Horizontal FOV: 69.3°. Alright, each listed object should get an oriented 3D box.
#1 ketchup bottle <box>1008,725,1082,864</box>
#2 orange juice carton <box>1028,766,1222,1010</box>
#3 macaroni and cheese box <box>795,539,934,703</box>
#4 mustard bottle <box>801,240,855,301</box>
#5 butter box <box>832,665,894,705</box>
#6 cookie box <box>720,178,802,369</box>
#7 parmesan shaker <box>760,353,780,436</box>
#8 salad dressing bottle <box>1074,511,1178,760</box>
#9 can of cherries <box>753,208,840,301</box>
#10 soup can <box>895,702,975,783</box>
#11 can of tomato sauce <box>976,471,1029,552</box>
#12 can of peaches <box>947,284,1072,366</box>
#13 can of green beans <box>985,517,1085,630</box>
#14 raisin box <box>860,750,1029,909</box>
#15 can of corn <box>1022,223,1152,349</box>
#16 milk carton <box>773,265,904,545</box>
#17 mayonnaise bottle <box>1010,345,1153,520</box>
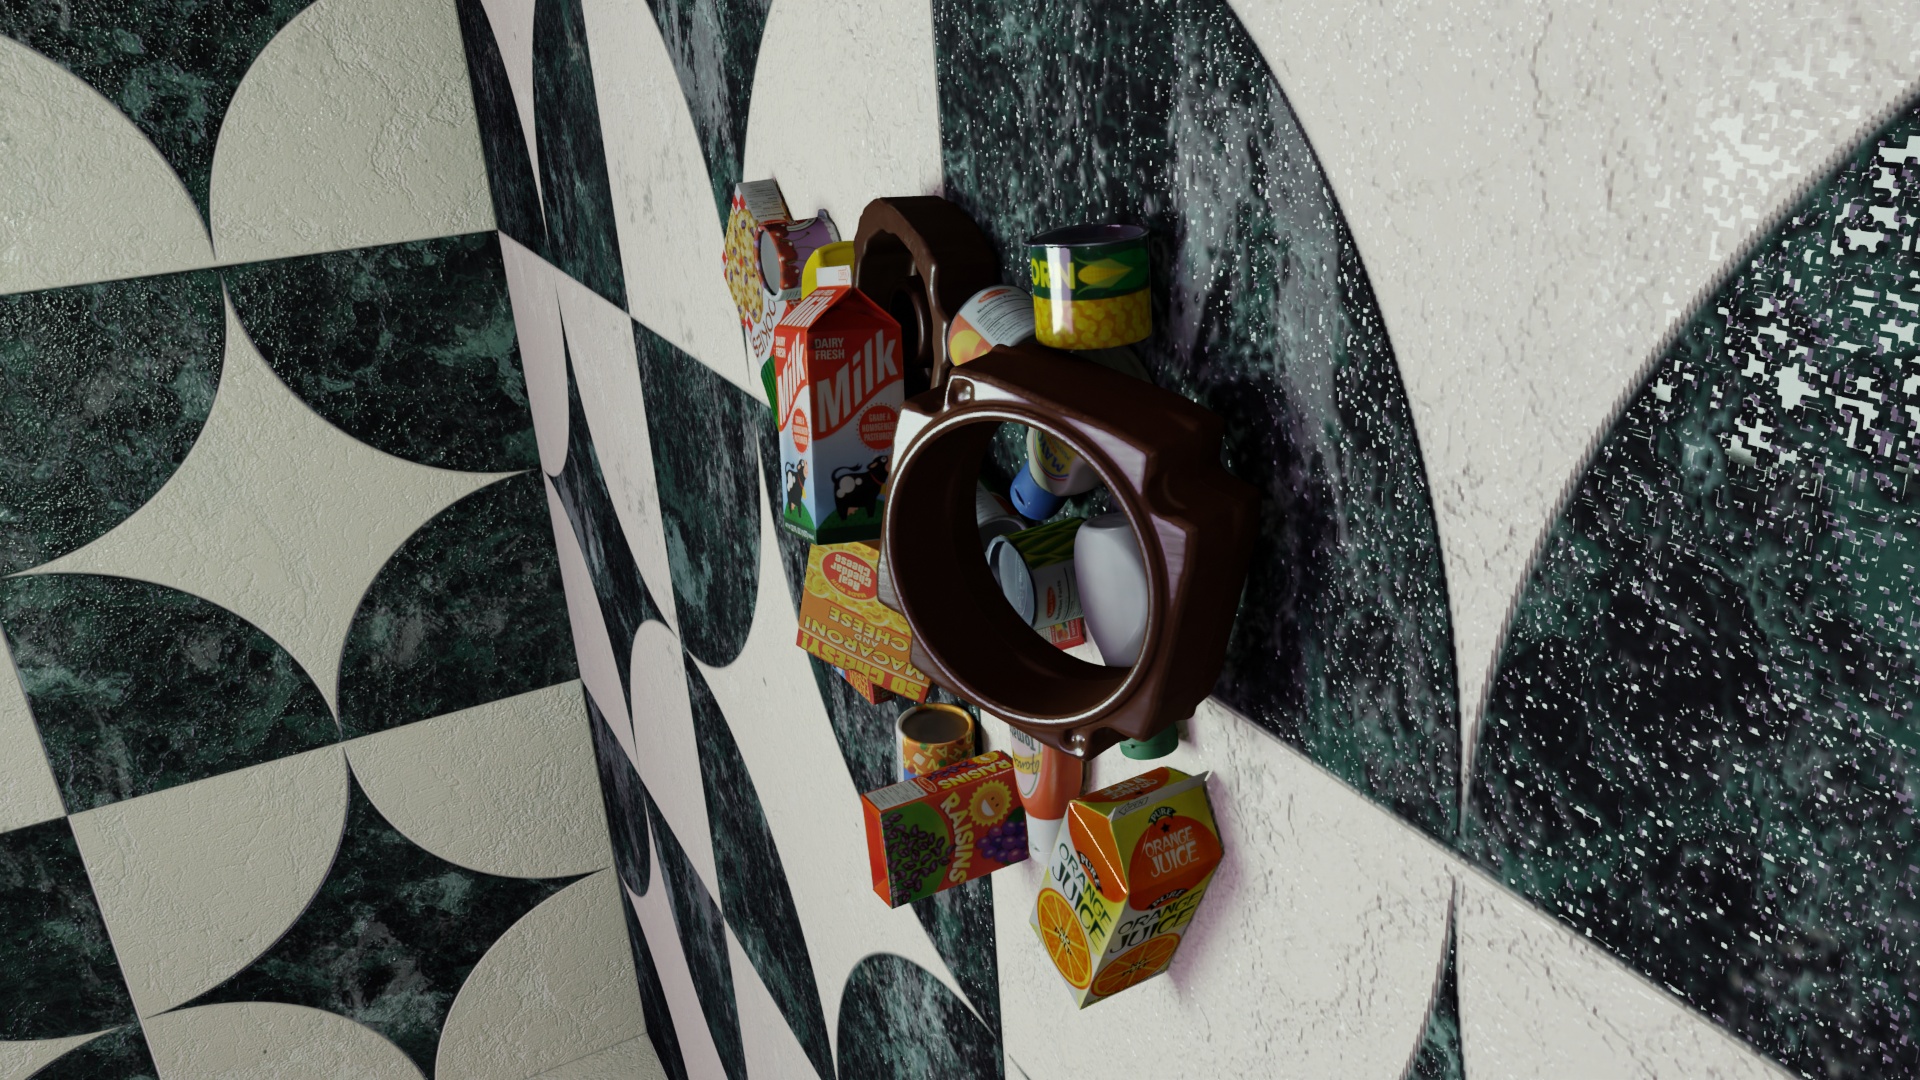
[{"bbox_3d":[0.062,0.157,0.987,0.065,0.044,0.148,27,127,59],"label":"ketchup bottle"},{"bbox_3d":[0.106,0.212,0.885,0.073,0.072,0.191,56,150,36],"label":"orange juice carton"},{"bbox_3d":[-0.065,0.051,1.124,0.124,0.040,0.165,24,139,7],"label":"macaroni and cheese box"},{"bbox_3d":[-0.099,-0.176,1.134,0.159,0.065,0.049,107,147,-59],"label":"mustard bottle"},{"bbox_3d":[-0.096,0.114,1.331,0.103,0.024,0.053,31,131,58],"label":"butter box"},{"bbox_3d":[-0.174,-0.230,1.291,0.168,0.040,0.122,66,154,20],"label":"cookie box"},{"bbox_3d":[-0.130,-0.114,1.228,0.071,0.071,0.103,119,135,-57],"label":"parmesan shaker"},{"bbox_3d":[0.104,0.058,0.840,0.064,0.044,0.147,8,111,52],"label":"salad dressing bottle"},{"bbox_3d":[-0.139,-0.243,1.186,0.072,0.058,0.071,43,141,50],"label":"can of cherries"},{"bbox_3d":[-0.017,0.187,1.152,0.071,0.071,0.083,39,136,53],"label":"soup can"},{"bbox_3d":[0.004,-0.012,0.995,0.083,0.071,0.070,50,145,43],"label":"can of tomato sauce"},{"bbox_3d":[0.035,-0.116,0.870,0.058,0.071,0.070,49,145,44],"label":"can of peaches"},{"bbox_3d":[0.057,0.022,0.904,0.071,0.058,0.071,43,140,51],"label":"can of green beans"},{"bbox_3d":[-0.011,0.224,1.082,0.040,0.124,0.086,23,124,60],"label":"raisin box"},{"bbox_3d":[0.070,-0.141,0.770,0.071,0.071,0.058,31,131,58],"label":"can of corn"},{"bbox_3d":[-0.085,-0.097,0.983,0.072,0.073,0.190,-162,68,-63],"label":"milk carton"},{"bbox_3d":[0.070,-0.061,0.850,0.065,0.041,0.147,62,153,17],"label":"mayonnaise bottle"}]
